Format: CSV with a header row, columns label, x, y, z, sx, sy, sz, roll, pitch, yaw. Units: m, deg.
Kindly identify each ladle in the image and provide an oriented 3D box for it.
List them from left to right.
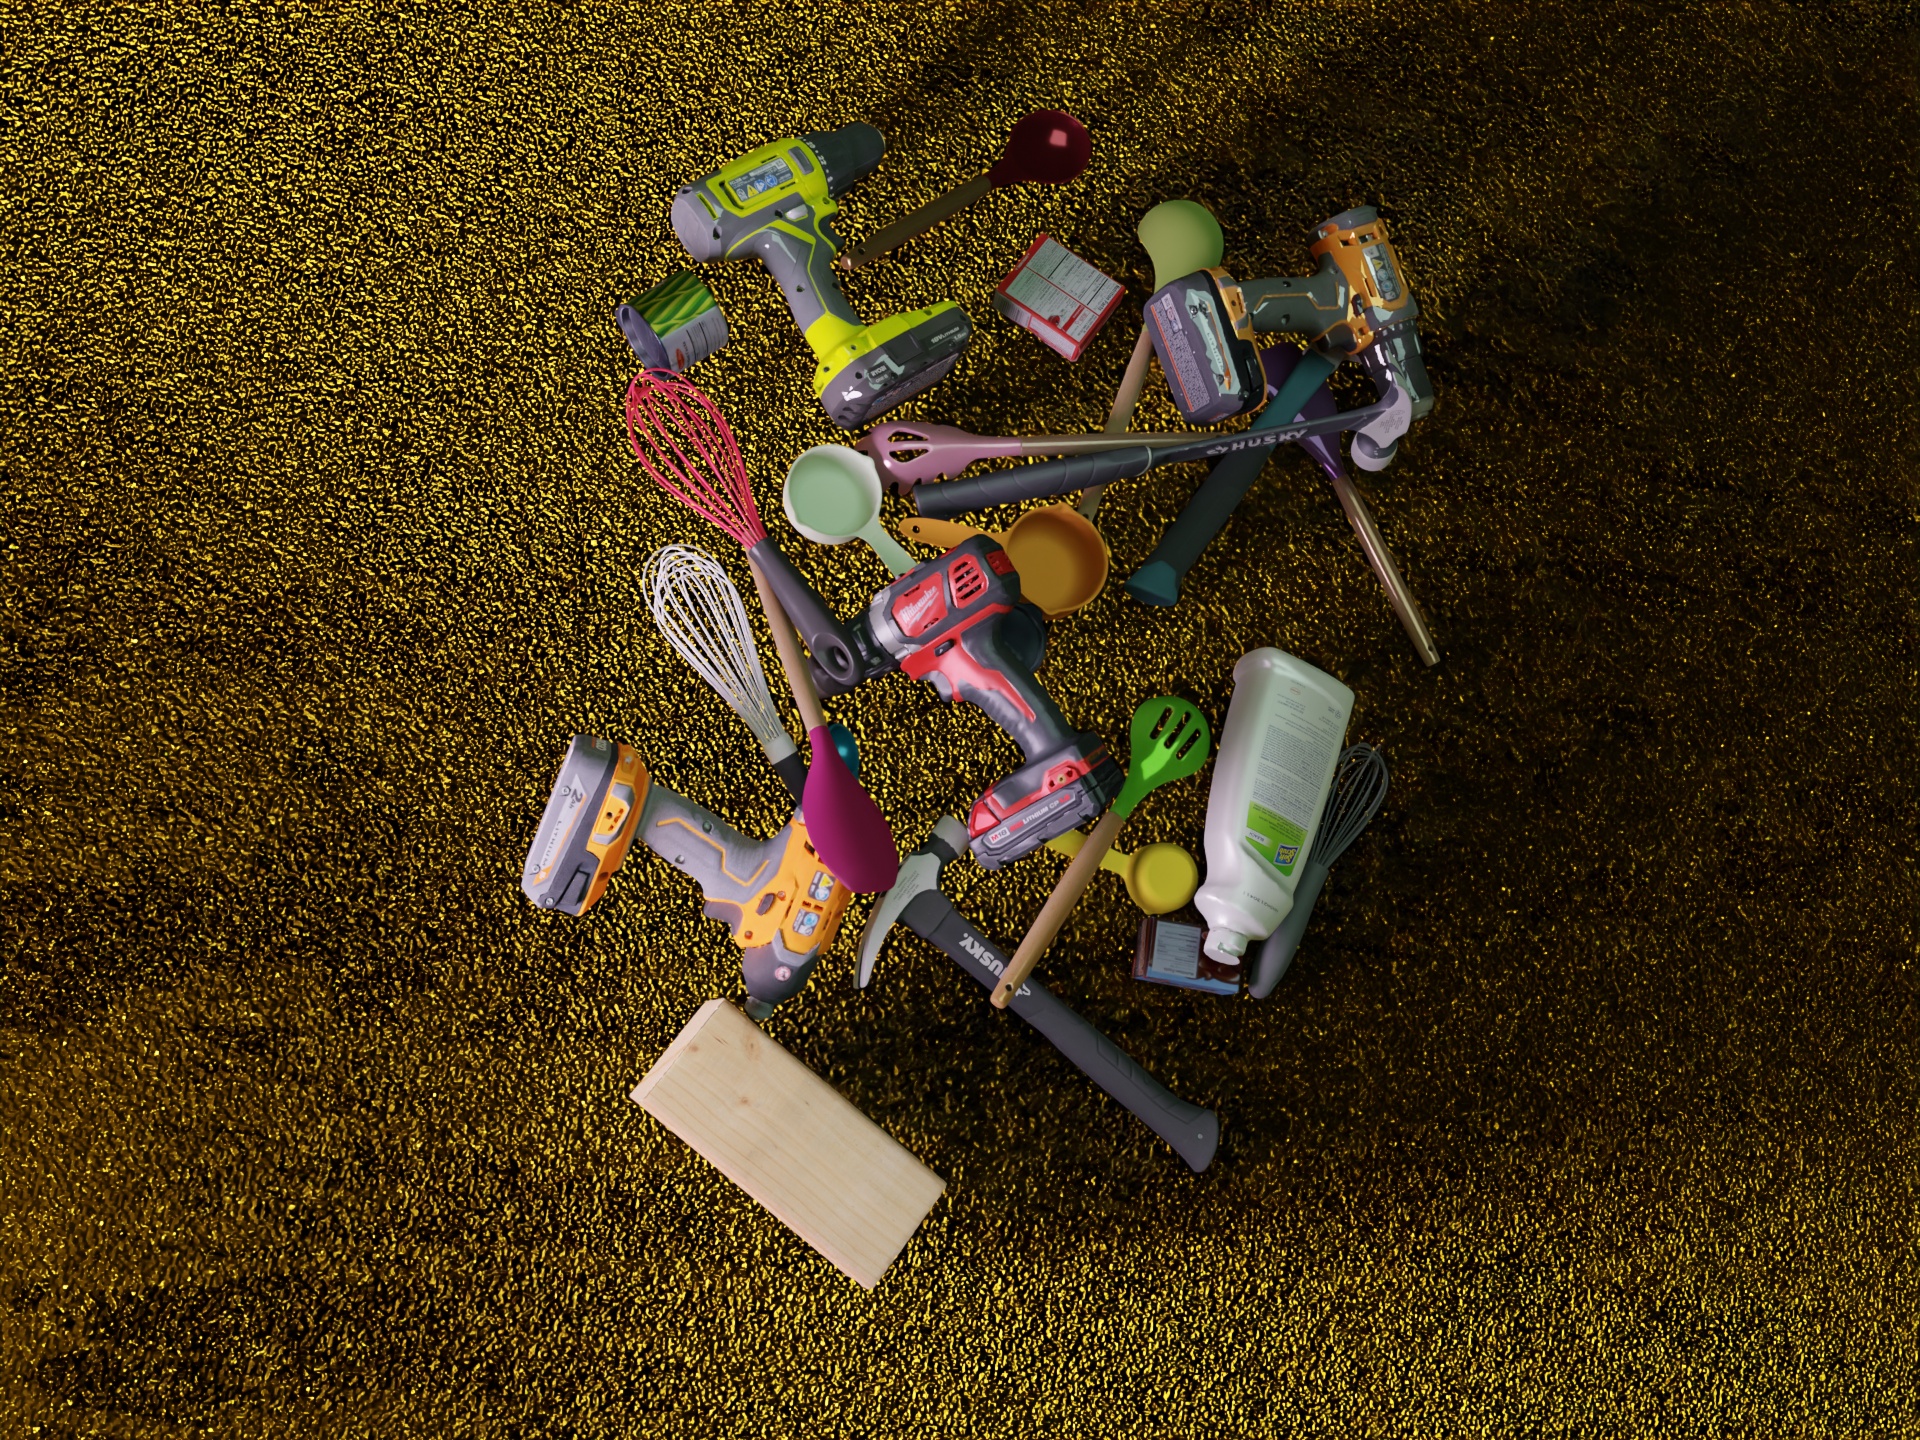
label,x,y,z,sx,sy,sz,roll,pitch,yaw
ladle,0.006,-0.430,1.301,0.069,0.031,0.315,48,53,0
ladle,0.150,-0.302,1.361,0.078,0.062,0.320,21,81,-7

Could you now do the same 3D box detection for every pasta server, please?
label,x,y,z,sx,sy,sz,roll,pitch,yaw
pasta server,0.072,-0.223,1.304,0.316,0.040,0.060,-4,82,-13

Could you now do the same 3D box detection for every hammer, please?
label,x,y,z,sx,sy,sz,roll,pitch,yaw
hammer,0.068,0.234,1.228,0.334,0.035,0.146,41,70,-6
hammer,0.164,-0.213,1.276,0.409,0.149,0.036,-11,72,-2
hammer,0.249,-0.227,1.363,0.128,0.033,0.331,37,75,-1

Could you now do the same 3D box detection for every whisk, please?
label,x,y,z,sx,sy,sz,roll,pitch,yaw
whisk,-0.161,-0.146,1.198,0.073,0.073,0.296,-33,80,-20
whisk,-0.154,-0.006,1.202,0.070,0.070,0.284,-31,93,-20
whisk,0.294,0.122,1.312,0.055,0.055,0.239,31,76,-9

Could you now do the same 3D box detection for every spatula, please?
label,x,y,z,sx,sy,sz,roll,pitch,yaw
spatula,0.348,-0.192,1.403,0.060,0.018,0.316,-24,86,-17

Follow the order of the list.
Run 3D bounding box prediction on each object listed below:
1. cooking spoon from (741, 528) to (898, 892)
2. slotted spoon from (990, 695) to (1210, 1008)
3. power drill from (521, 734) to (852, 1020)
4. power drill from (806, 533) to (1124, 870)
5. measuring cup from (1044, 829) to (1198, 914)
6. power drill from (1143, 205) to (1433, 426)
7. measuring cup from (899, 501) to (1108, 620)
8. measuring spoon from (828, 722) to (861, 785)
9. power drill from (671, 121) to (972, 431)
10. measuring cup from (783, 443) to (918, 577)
label,x,y,z,sx,sy,sz,roll,pitch,yaw
cooking spoon,-0.113,-0.014,1.174,0.068,0.017,0.319,-1,57,-36
slotted spoon,0.111,0.097,1.249,0.070,0.031,0.314,36,65,0
power drill,-0.193,0.116,1.143,0.226,0.084,0.164,21,95,-15
power drill,-0.002,-0.004,1.196,0.188,0.080,0.227,-31,89,22
measuring cup,0.120,0.107,1.270,0.156,0.029,0.062,23,74,-13
power drill,0.287,-0.314,1.332,0.226,0.084,0.185,-22,92,-19
measuring cup,0.030,-0.133,1.281,0.173,0.052,0.095,11,76,-12
measuring spoon,-0.085,0.066,1.225,0.042,0.021,0.128,-20,94,-62
power drill,-0.094,-0.366,1.277,0.190,0.080,0.228,-34,88,-24
measuring cup,-0.073,-0.143,1.260,0.083,0.038,0.167,-44,95,-19
